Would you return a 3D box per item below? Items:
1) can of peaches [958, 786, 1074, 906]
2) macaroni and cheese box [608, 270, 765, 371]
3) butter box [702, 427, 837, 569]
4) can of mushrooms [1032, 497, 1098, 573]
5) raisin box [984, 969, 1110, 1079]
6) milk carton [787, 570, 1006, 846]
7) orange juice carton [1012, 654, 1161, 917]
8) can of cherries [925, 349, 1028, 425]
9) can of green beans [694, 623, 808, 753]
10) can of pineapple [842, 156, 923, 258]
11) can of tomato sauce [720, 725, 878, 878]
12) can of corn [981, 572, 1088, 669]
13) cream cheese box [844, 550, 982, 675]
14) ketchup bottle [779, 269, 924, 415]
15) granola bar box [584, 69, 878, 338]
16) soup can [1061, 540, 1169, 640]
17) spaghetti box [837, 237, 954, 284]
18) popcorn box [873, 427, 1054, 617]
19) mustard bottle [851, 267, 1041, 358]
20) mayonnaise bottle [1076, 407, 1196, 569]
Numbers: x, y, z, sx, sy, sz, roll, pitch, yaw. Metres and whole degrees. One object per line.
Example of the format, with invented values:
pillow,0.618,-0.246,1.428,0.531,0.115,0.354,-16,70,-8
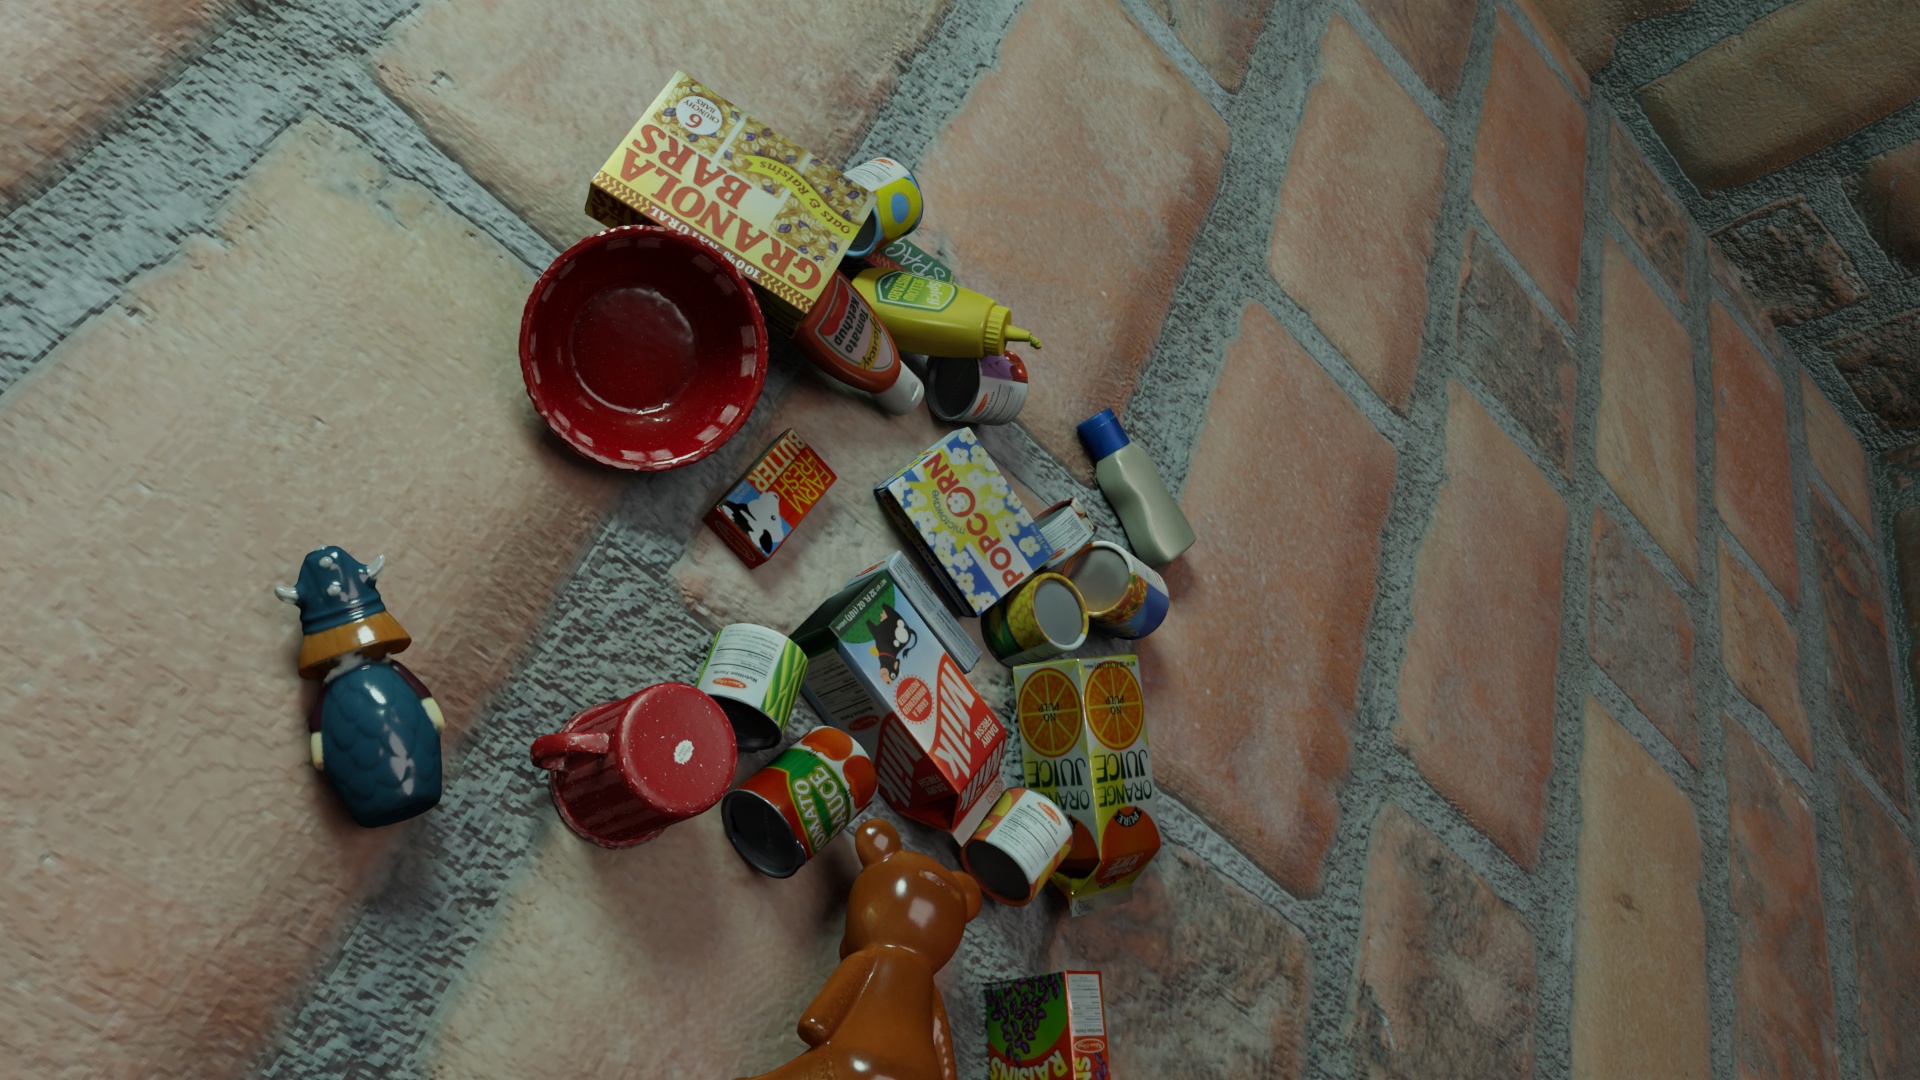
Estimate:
can of peaches,0.040,0.225,1.017,0.071,0.071,0.058,55,49,-9
macaroni and cheese box,-0.183,-0.212,1.017,0.123,0.040,0.167,44,57,-22
butter box,-0.136,-0.032,1.005,0.053,0.024,0.104,48,46,-14
can of mushrooms,0.078,-0.005,1.160,0.033,0.071,0.071,53,45,-9
raisin box,0.061,0.364,0.957,0.040,0.086,0.124,16,61,-39
milk carton,-0.038,0.124,0.988,0.190,0.073,0.073,54,45,-10
orange juice carton,0.099,0.187,1.074,0.072,0.073,0.193,2,79,-43
can of cherries,0.013,-0.132,1.159,0.058,0.071,0.071,1,70,-42
can of green beans,-0.140,0.096,0.913,0.071,0.071,0.058,37,50,-24
can of pineapple,-0.072,-0.261,1.099,0.058,0.070,0.071,-39,99,-43
can of tomato sauce,-0.103,0.170,0.909,0.083,0.071,0.071,-36,96,-46
can of corn,0.060,0.062,1.115,0.071,0.058,0.071,19,59,-36
cream cheese box,-0.035,0.061,1.034,0.103,0.053,0.024,52,44,-11
ketchup bottle,-0.080,-0.147,1.065,0.148,0.043,0.065,42,62,-51
granola bar box,-0.158,-0.235,0.971,0.165,0.039,0.125,31,59,-9
soup can,0.128,0.045,1.164,0.083,0.071,0.071,31,49,-57
spaghetti box,-0.110,-0.259,1.131,0.250,0.028,0.050,30,54,-29
popcorn box,0.004,-0.014,1.093,0.085,0.038,0.126,-38,99,-18
mustard bottle,-0.011,-0.176,1.107,0.160,0.048,0.066,13,46,11
mayonnaise bottle,0.158,-0.049,1.270,0.065,0.041,0.148,-32,93,-47
